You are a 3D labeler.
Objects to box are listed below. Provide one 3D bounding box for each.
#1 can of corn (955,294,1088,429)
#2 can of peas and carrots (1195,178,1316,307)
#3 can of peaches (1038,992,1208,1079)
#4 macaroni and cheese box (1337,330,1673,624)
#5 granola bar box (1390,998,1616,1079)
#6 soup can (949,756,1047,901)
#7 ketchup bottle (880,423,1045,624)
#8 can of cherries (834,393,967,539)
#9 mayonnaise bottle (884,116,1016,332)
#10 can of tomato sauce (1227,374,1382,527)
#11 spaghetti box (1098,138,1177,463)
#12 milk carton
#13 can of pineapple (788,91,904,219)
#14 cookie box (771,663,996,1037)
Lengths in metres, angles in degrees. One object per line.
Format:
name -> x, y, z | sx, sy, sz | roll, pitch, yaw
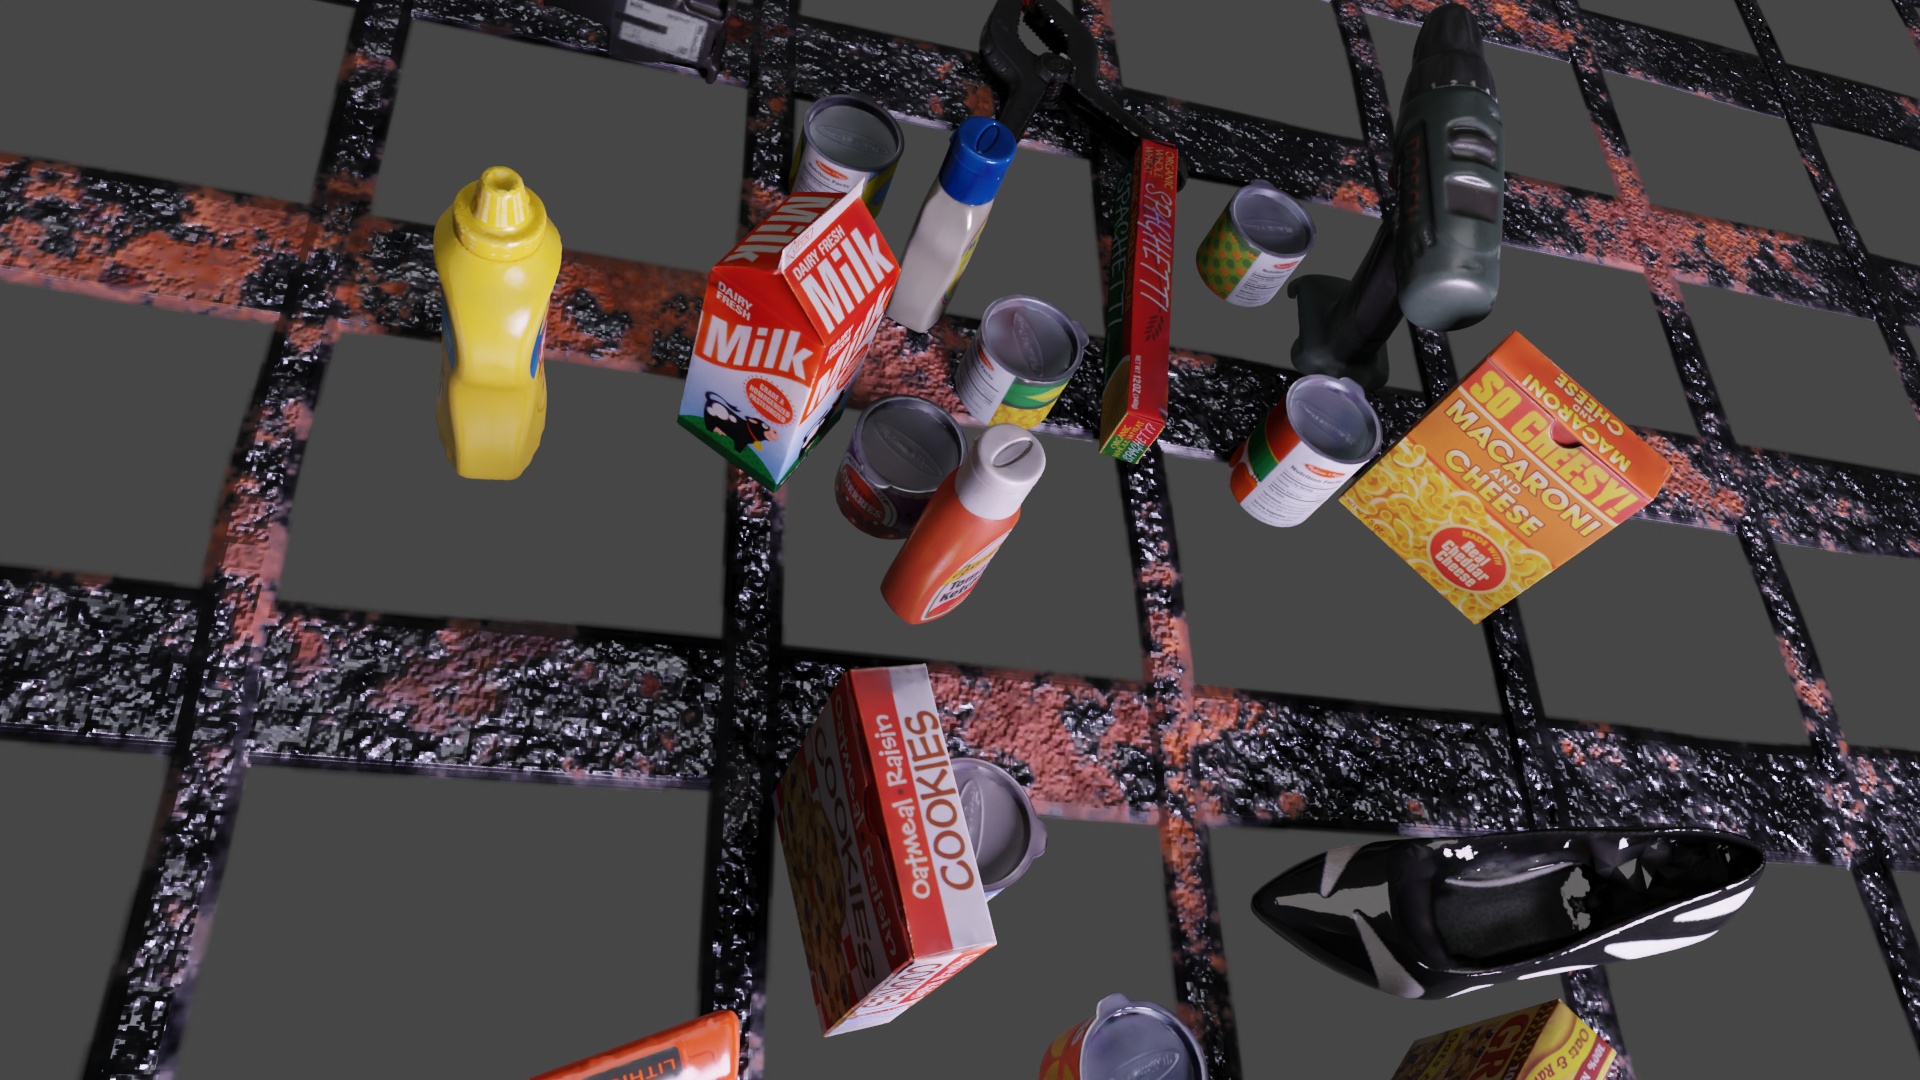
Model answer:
can of corn -> 0.038, -0.110, 0.870 | 0.071, 0.058, 0.071 | 9, 59, -15
can of peas and carrots -> 0.208, -0.211, 0.989 | 0.071, 0.058, 0.071 | 9, 59, -15
can of peaches -> 0.076, 0.259, 0.671 | 0.071, 0.057, 0.071 | 9, 59, -15
macaroni and cheese box -> 0.332, -0.034, 0.866 | 0.124, 0.165, 0.040 | 44, 57, 8
granola bar box -> 0.227, 0.303, 0.660 | 0.039, 0.123, 0.166 | 44, 57, 8
soup can -> -0.004, 0.153, 0.687 | 0.071, 0.083, 0.071 | 9, 59, -15
ketchup bottle -> 0.003, -0.009, 0.745 | 0.065, 0.148, 0.043 | -36, 78, -32
can of cherries -> -0.038, -0.041, 0.802 | 0.071, 0.058, 0.072 | 9, 59, -15
mayonnaise bottle -> -0.006, -0.193, 0.848 | 0.041, 0.147, 0.065 | 28, 56, -3
can of tomato sauce -> 0.219, -0.058, 0.889 | 0.071, 0.082, 0.071 | 9, 59, -15
spaghetti box -> 0.121, -0.168, 0.938 | 0.029, 0.050, 0.251 | 14, 58, -12
milk carton -> -0.092, -0.113, 0.745 | 0.073, 0.189, 0.073 | 36, 56, 2
can of pineapple -> -0.075, -0.248, 0.909 | 0.071, 0.057, 0.071 | 9, 59, -15
cookie box -> -0.042, 0.145, 0.629 | 0.040, 0.166, 0.123 | -5, 64, -22
